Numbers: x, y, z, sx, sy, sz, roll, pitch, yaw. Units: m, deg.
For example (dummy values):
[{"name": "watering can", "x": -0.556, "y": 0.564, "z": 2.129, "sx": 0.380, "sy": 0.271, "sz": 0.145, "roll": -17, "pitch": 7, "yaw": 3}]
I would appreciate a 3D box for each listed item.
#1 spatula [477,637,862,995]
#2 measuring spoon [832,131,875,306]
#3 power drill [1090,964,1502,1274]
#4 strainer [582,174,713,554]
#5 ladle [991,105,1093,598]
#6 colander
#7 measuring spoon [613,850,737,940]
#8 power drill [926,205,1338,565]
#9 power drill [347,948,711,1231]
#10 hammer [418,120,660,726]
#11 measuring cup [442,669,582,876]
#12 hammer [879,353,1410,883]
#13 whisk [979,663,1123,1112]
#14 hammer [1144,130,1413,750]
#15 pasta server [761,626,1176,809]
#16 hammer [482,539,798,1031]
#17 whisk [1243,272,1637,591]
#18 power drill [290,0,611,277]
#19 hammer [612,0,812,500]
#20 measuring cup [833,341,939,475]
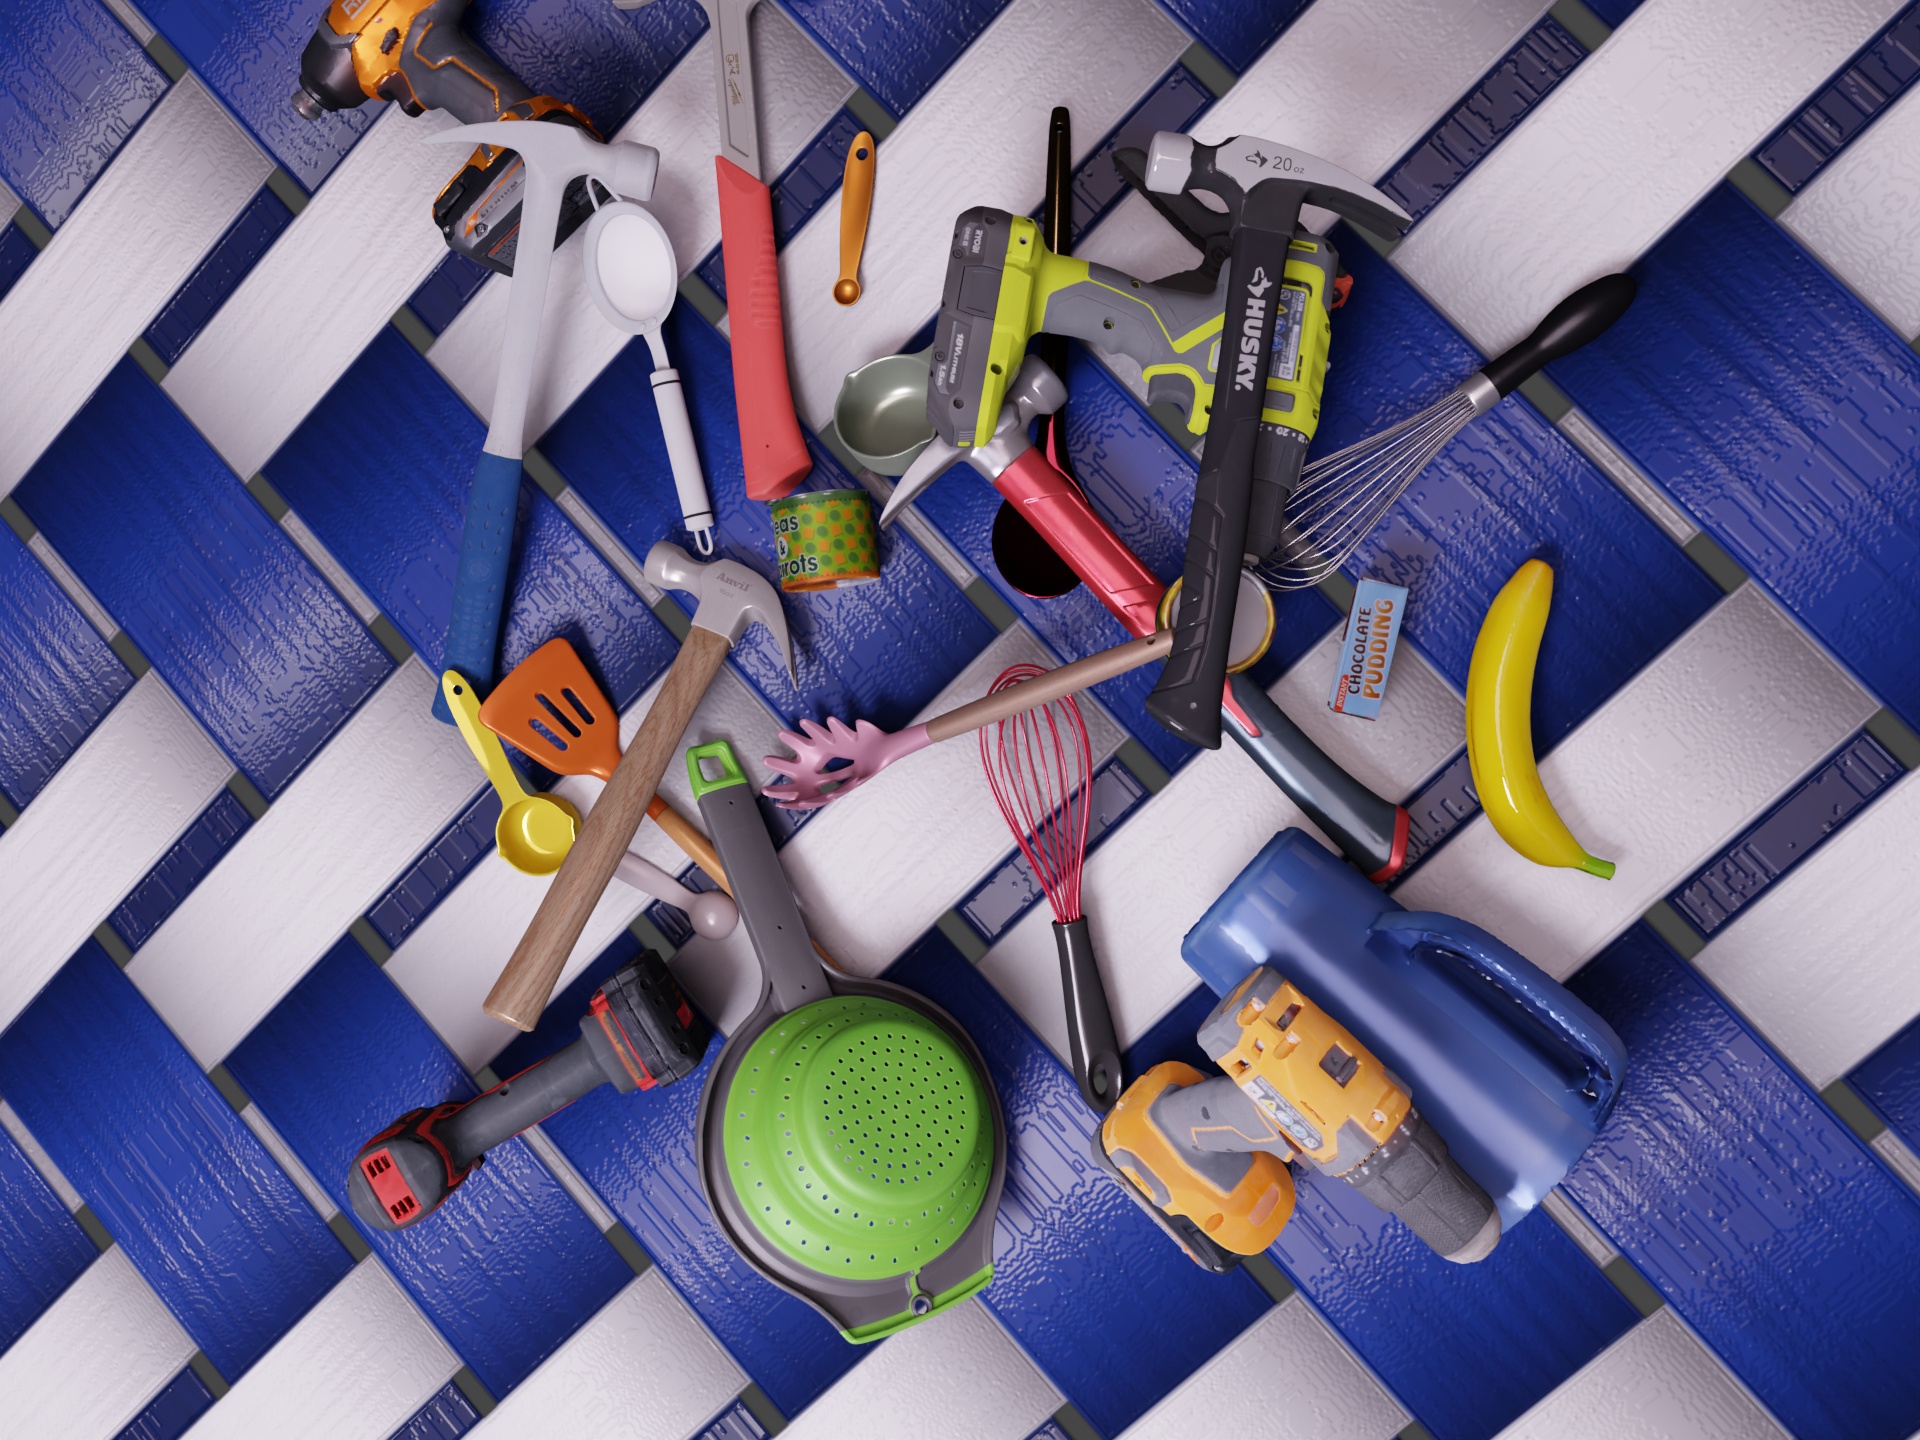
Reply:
[{"name": "spatula", "x": -0.186, "y": 0.078, "z": 1.078, "sx": 0.322, "sy": 0.041, "sz": 0.081, "roll": 42, "pitch": 75, "yaw": 7}, {"name": "measuring spoon", "x": -0.069, "y": -0.332, "z": 1.055, "sx": 0.021, "sy": 0.011, "sz": 0.117, "roll": 6, "pitch": 90, "yaw": 13}, {"name": "power drill", "x": 0.187, "y": 0.250, "z": 0.911, "sx": 0.185, "sy": 0.226, "sz": 0.084, "roll": 43, "pitch": 57, "yaw": 8}, {"name": "strainer", "x": -0.201, "y": -0.238, "z": 1.073, "sx": 0.087, "sy": 0.050, "sz": 0.258, "roll": -9, "pitch": 96, "yaw": 38}, {"name": "ladle", "x": 0.058, "y": -0.234, "z": 1.019, "sx": 0.069, "sy": 0.031, "sz": 0.315, "roll": 2, "pitch": 90, "yaw": 4}, {"name": "colander", "x": -0.085, "y": 0.175, "z": 0.994, "sx": 0.204, "sy": 0.094, "sz": 0.397, "roll": -15, "pitch": 71, "yaw": -27}, {"name": "measuring spoon", "x": -0.210, "y": 0.115, "z": 1.097, "sx": 0.124, "sy": 0.018, "sz": 0.034, "roll": 27, "pitch": 98, "yaw": 12}, {"name": "power drill", "x": 0.098, "y": -0.199, "z": 0.928, "sx": 0.228, "sy": 0.080, "sz": 0.190, "roll": 10, "pitch": 86, "yaw": -1}, {"name": "power drill", "x": -0.284, "y": 0.245, "z": 1.058, "sx": 0.226, "sy": 0.188, "sz": 0.080, "roll": -31, "pitch": 90, "yaw": -6}, {"name": "hammer", "x": -0.307, "y": -0.189, "z": 1.054, "sx": 0.144, "sy": 0.035, "sz": 0.405, "roll": 11, "pitch": 108, "yaw": -11}, {"name": "measuring cup", "x": -0.313, "y": 0.034, "z": 1.101, "sx": 0.062, "sy": 0.029, "sz": 0.156, "roll": -26, "pitch": 95, "yaw": 12}, {"name": "hammer", "x": 0.123, "y": -0.039, "z": 0.983, "sx": 0.143, "sy": 0.038, "sz": 0.386, "roll": -43, "pitch": 88, "yaw": 1}, {"name": "whisk", "x": 0.065, "y": 0.109, "z": 1.016, "sx": 0.073, "sy": 0.073, "sz": 0.296, "roll": -10, "pitch": 95, "yaw": 13}, {"name": "hammer", "x": 0.154, "y": -0.150, "z": 0.875, "sx": 0.146, "sy": 0.035, "sz": 0.335, "roll": 9, "pitch": 88, "yaw": -2}, {"name": "pasta server", "x": -0.002, "y": -0.003, "z": 0.981, "sx": 0.316, "sy": 0.040, "sz": 0.060, "roll": -21, "pitch": 59, "yaw": 36}, {"name": "hammer", "x": -0.210, "y": 0.044, "z": 1.025, "sx": 0.130, "sy": 0.031, "sz": 0.331, "roll": 21, "pitch": 73, "yaw": 13}, {"name": "whisk", "x": 0.284, "y": -0.177, "z": 0.956, "sx": 0.284, "sy": 0.070, "sz": 0.070, "roll": -37, "pitch": 84, "yaw": 7}, {"name": "power drill", "x": -0.353, "y": -0.414, "z": 1.083, "sx": 0.164, "sy": 0.084, "sz": 0.226, "roll": -40, "pitch": 79, "yaw": 12}, {"name": "hammer", "x": -0.151, "y": -0.327, "z": 1.059, "sx": 0.149, "sy": 0.036, "sz": 0.359, "roll": -5, "pitch": 90, "yaw": 13}, {"name": "measuring cup", "x": -0.010, "y": -0.228, "z": 1.033, "sx": 0.083, "sy": 0.038, "sz": 0.167, "roll": 39, "pitch": 83, "yaw": 27}]
